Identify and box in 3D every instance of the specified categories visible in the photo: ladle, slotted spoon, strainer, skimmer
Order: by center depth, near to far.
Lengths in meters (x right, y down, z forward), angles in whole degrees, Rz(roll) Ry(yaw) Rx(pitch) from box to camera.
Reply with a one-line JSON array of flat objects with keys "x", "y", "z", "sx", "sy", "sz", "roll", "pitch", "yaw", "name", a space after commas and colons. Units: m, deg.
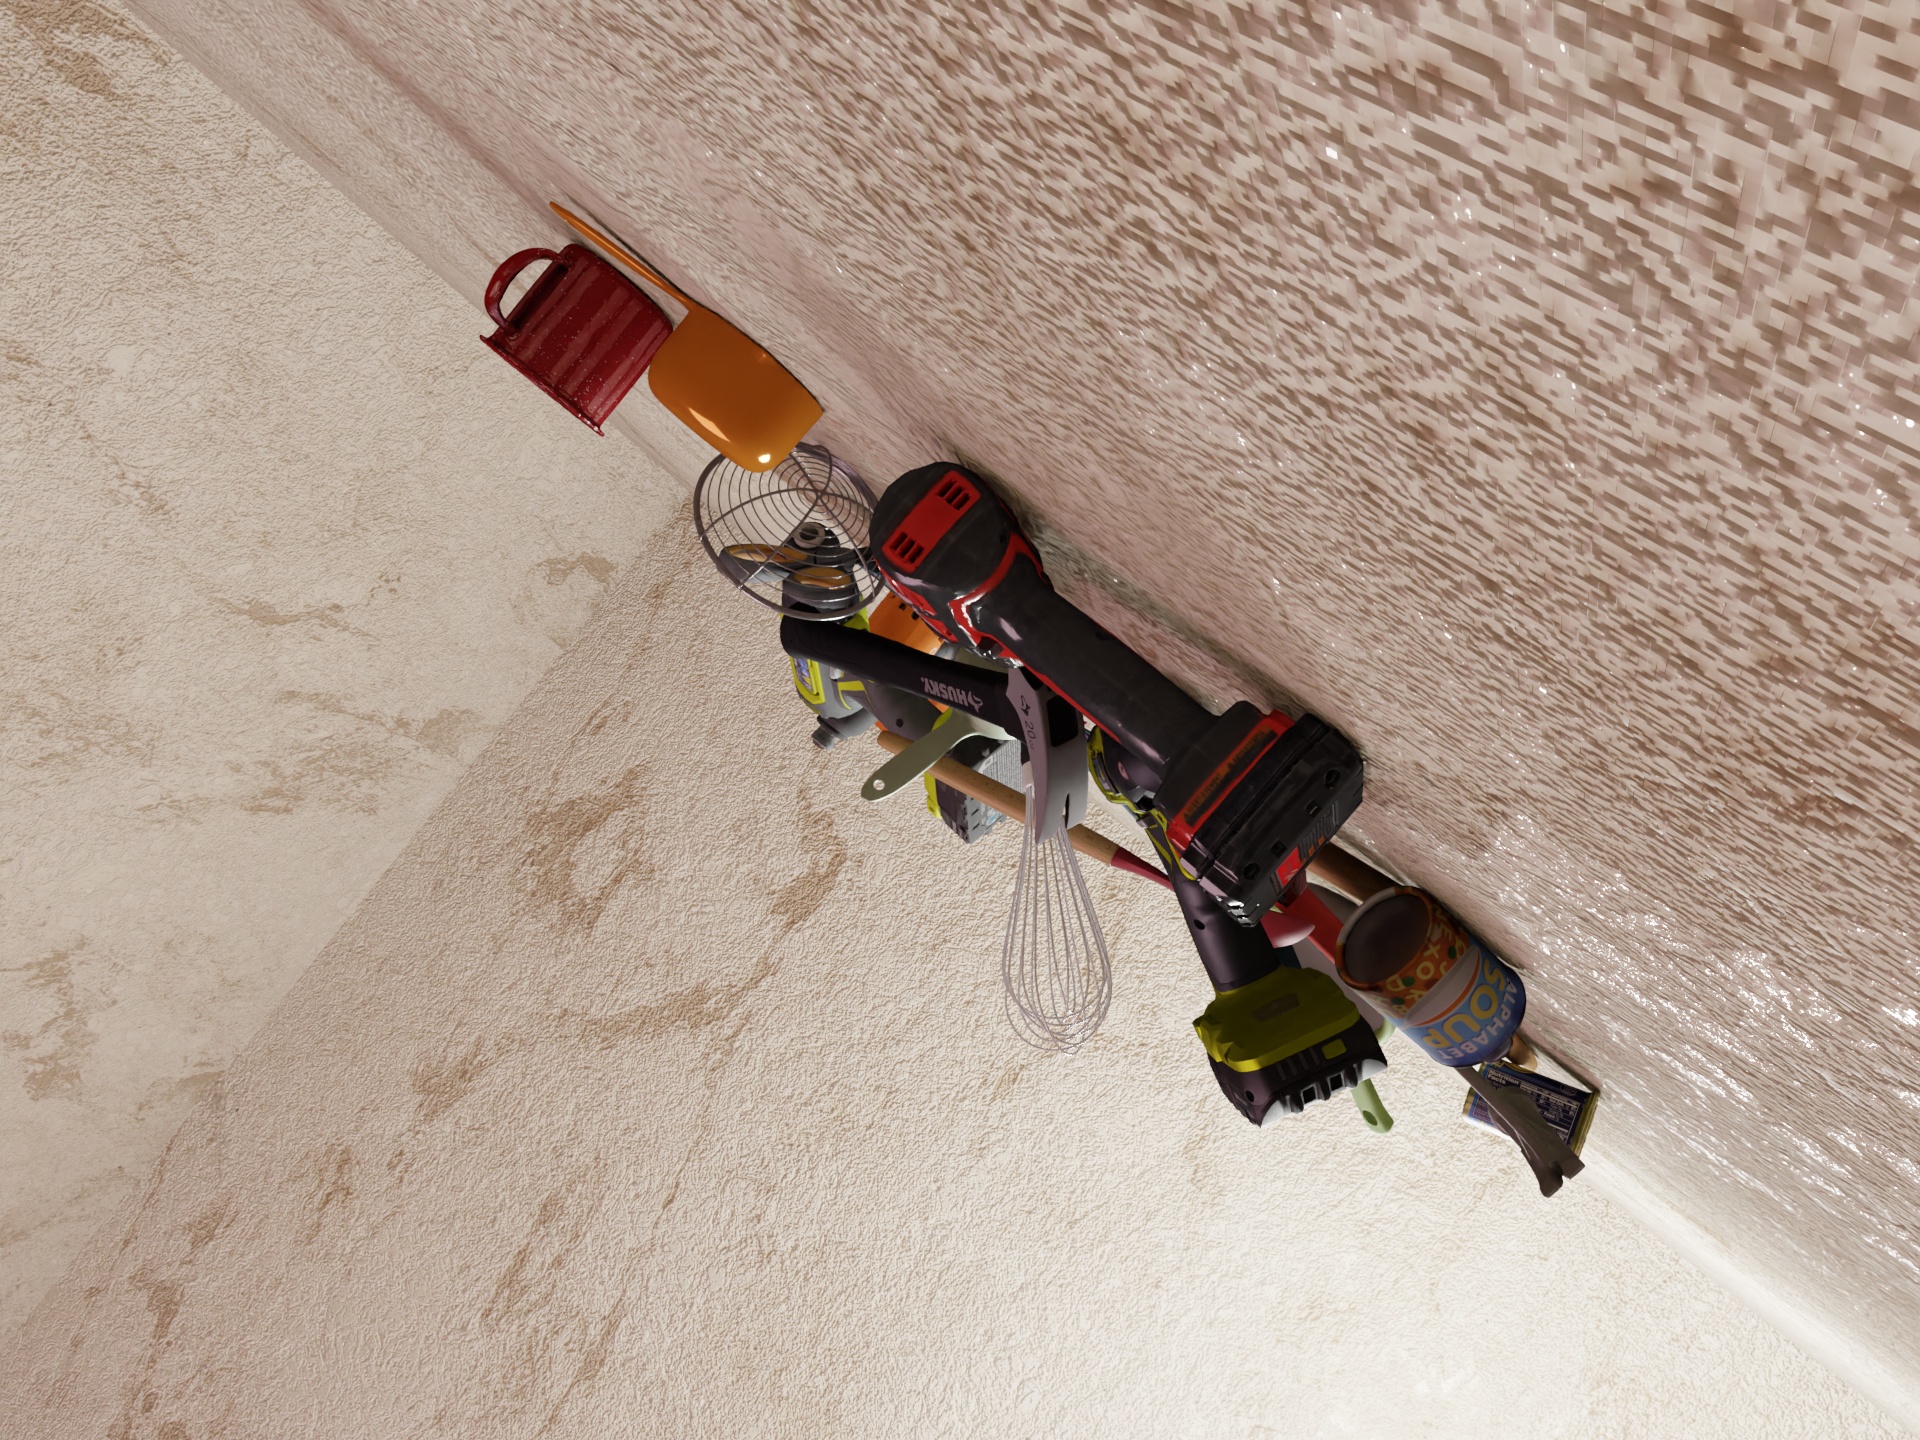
[{"x": 0.079, "y": 0.075, "z": 1.035, "sx": 0.315, "sy": 0.031, "sz": 0.069, "roll": 26, "pitch": 172, "yaw": 20, "name": "ladle"}, {"x": -0.155, "y": -0.167, "z": 1.064, "sx": 0.127, "sy": 0.090, "sz": 0.364, "roll": 2, "pitch": -159, "yaw": -28, "name": "skimmer"}, {"x": 0.380, "y": 0.219, "z": 1.132, "sx": 0.070, "sy": 0.031, "sz": 0.313, "roll": 39, "pitch": -179, "yaw": 34, "name": "slotted spoon"}, {"x": 0.295, "y": 0.211, "z": 1.215, "sx": 0.151, "sy": 0.069, "sz": 0.256, "roll": 7, "pitch": 135, "yaw": 49, "name": "strainer"}]

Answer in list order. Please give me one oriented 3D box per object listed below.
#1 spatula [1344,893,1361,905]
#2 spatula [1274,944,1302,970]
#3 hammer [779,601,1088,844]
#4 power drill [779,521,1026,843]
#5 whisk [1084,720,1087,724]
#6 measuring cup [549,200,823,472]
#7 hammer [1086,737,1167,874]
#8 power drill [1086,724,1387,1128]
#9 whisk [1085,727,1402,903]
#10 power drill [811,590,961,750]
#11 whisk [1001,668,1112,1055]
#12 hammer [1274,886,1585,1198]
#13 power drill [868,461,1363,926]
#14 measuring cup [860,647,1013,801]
[{"x": 0.184, "y": 0.055, "z": 0.996, "sx": 0.316, "sy": 0.018, "sz": 0.059, "roll": 39, "pitch": 171, "yaw": 24, "name": "spatula"}, {"x": 0.188, "y": 0.121, "z": 1.144, "sx": 0.082, "sy": 0.044, "sz": 0.318, "roll": 41, "pitch": -168, "yaw": -23, "name": "spatula"}, {"x": -0.029, "y": -0.027, "z": 0.999, "sx": 0.335, "sy": 0.035, "sz": 0.146, "roll": 19, "pitch": 129, "yaw": 56, "name": "hammer"}, {"x": -0.048, "y": -0.032, "z": 1.171, "sx": 0.229, "sy": 0.080, "sz": 0.190, "roll": 40, "pitch": 155, "yaw": 26, "name": "power drill"}, {"x": 0.080, "y": 0.004, "z": 1.398, "sx": 0.073, "sy": 0.073, "sz": 0.296, "roll": 38, "pitch": -175, "yaw": 4, "name": "whisk"}, {"x": -0.154, "y": -0.195, "z": 0.829, "sx": 0.173, "sy": 0.052, "sz": 0.095, "roll": 37, "pitch": 179, "yaw": -15, "name": "measuring cup"}, {"x": 0.084, "y": 0.010, "z": 1.214, "sx": 0.330, "sy": 0.033, "sz": 0.128, "roll": 45, "pitch": -163, "yaw": -21, "name": "hammer"}, {"x": 0.137, "y": 0.093, "z": 0.847, "sx": 0.171, "sy": 0.080, "sz": 0.223, "roll": 96, "pitch": 149, "yaw": -87, "name": "power drill"}, {"x": 0.157, "y": 0.043, "z": 0.946, "sx": 0.245, "sy": 0.047, "sz": 0.051, "roll": 33, "pitch": -172, "yaw": 30, "name": "whisk"}, {"x": -0.055, "y": -0.033, "z": 1.404, "sx": 0.084, "sy": 0.164, "sz": 0.226, "roll": 38, "pitch": -179, "yaw": 13, "name": "power drill"}, {"x": 0.051, "y": 0.064, "z": 0.971, "sx": 0.070, "sy": 0.070, "sz": 0.285, "roll": 40, "pitch": -140, "yaw": -54, "name": "whisk"}, {"x": 0.256, "y": 0.156, "z": 1.041, "sx": 0.359, "sy": 0.036, "sz": 0.149, "roll": 45, "pitch": -173, "yaw": 5, "name": "hammer"}, {"x": 0.066, "y": -0.012, "z": 0.709, "sx": 0.227, "sy": 0.080, "sz": 0.187, "roll": 41, "pitch": 180, "yaw": 18, "name": "power drill"}, {"x": -0.002, "y": -0.003, "z": 1.054, "sx": 0.083, "sy": 0.167, "sz": 0.038, "roll": 44, "pitch": 155, "yaw": 18, "name": "measuring cup"}]
